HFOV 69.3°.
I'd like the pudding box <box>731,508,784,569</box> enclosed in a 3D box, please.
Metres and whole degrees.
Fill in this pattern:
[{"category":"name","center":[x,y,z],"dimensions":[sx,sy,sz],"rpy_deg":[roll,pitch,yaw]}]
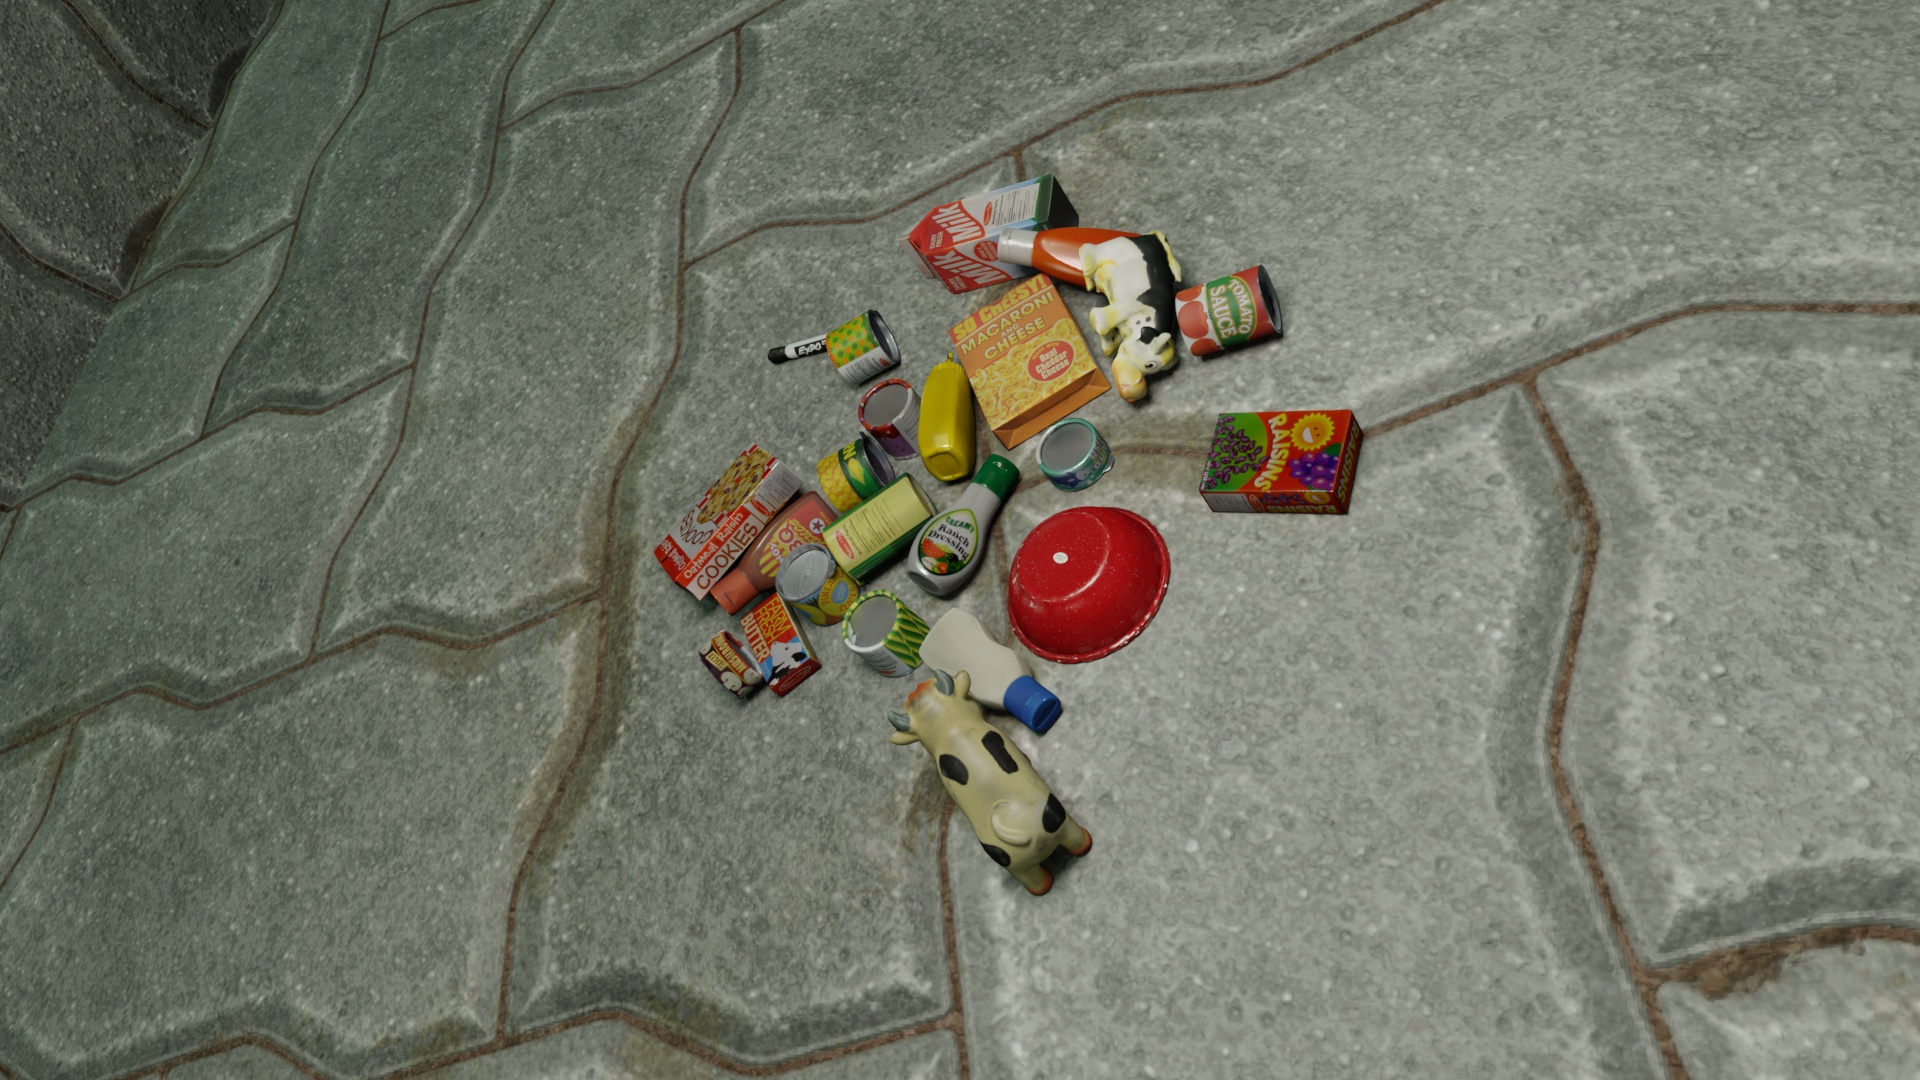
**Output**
[{"category":"pudding box","center":[-0.204,0.009,1.475],"dimensions":[0.084,0.030,0.050],"rpy_deg":[-48,47,-4]}]

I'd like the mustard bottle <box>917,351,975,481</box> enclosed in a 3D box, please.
[{"category":"mustard bottle","center":[-0.013,-0.136,1.433],"dimensions":[0.049,0.065,0.161],"rpy_deg":[-15,47,18]}]

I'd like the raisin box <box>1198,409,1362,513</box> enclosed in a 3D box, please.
[{"category":"raisin box","center":[0.279,-0.068,1.212],"dimensions":[0.123,0.040,0.086],"rpy_deg":[1,60,35]}]

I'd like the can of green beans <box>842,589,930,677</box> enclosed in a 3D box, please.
[{"category":"can of green beans","center":[-0.070,0.088,1.316],"dimensions":[0.071,0.057,0.071],"rpy_deg":[-17,52,23]}]

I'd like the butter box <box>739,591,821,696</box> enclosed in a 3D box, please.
[{"category":"butter box","center":[-0.182,0.104,1.401],"dimensions":[0.053,0.024,0.104],"rpy_deg":[-38,47,5]}]

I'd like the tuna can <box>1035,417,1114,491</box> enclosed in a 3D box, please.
[{"category":"tuna can","center":[0.110,-0.083,1.335],"dimensions":[0.071,0.032,0.071],"rpy_deg":[-17,52,23]}]

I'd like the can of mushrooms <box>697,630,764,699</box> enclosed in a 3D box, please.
[{"category":"can of mushrooms","center":[-0.229,0.123,1.386],"dimensions":[0.033,0.071,0.071],"rpy_deg":[-41,47,0]}]

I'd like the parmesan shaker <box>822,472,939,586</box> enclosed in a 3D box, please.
[{"category":"parmesan shaker","center":[-0.076,-0.011,1.385],"dimensions":[0.103,0.071,0.071],"rpy_deg":[-34,48,8]}]

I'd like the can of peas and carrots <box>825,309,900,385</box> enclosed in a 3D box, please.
[{"category":"can of peas and carrots","center":[-0.109,-0.216,1.543],"dimensions":[0.058,0.070,0.071],"rpy_deg":[-27,49,16]}]

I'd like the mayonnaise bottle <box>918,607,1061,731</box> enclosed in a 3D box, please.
[{"category":"mayonnaise bottle","center":[0.028,0.119,1.245],"dimensions":[0.065,0.041,0.148],"rpy_deg":[-51,48,-5]}]

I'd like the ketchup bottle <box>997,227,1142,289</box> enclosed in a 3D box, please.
[{"category":"ketchup bottle","center":[0.114,-0.296,1.436],"dimensions":[0.149,0.043,0.065],"rpy_deg":[12,67,14]}]

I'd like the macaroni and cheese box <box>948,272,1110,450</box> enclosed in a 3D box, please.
[{"category":"macaroni and cheese box","center":[0.068,-0.189,1.429],"dimensions":[0.123,0.040,0.167],"rpy_deg":[-31,48,11]}]

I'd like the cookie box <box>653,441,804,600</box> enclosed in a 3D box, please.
[{"category":"cookie box","center":[-0.252,-0.024,1.495],"dimensions":[0.167,0.040,0.123],"rpy_deg":[-49,26,-5]}]

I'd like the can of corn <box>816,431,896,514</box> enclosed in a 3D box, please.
[{"category":"can of corn","center":[-0.109,-0.069,1.440],"dimensions":[0.058,0.071,0.071],"rpy_deg":[-28,49,15]}]

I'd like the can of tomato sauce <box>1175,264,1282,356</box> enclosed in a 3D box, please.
[{"category":"can of tomato sauce","center":[0.252,-0.215,1.309],"dimensions":[0.083,0.071,0.071],"rpy_deg":[-15,53,25]}]

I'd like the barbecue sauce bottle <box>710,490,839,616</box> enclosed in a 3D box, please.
[{"category":"barbecue sauce bottle","center":[-0.189,0.017,1.428],"dimensions":[0.149,0.065,0.043],"rpy_deg":[-40,10,-6]}]

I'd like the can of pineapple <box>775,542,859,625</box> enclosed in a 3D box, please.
[{"category":"can of pineapple","center":[-0.141,0.045,1.391],"dimensions":[0.071,0.057,0.071],"rpy_deg":[-17,53,23]}]

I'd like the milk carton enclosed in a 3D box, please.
[{"category":"milk carton","center":[0.028,-0.332,1.531],"dimensions":[0.190,0.072,0.074],"rpy_deg":[-9,55,27]}]

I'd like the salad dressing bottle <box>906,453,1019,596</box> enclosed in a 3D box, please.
[{"category":"salad dressing bottle","center":[0.005,-0.017,1.345],"dimensions":[0.064,0.044,0.148],"rpy_deg":[31,71,8]}]

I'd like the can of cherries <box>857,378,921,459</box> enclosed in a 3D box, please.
[{"category":"can of cherries","center":[-0.068,-0.128,1.462],"dimensions":[0.071,0.058,0.072],"rpy_deg":[-16,53,23]}]
